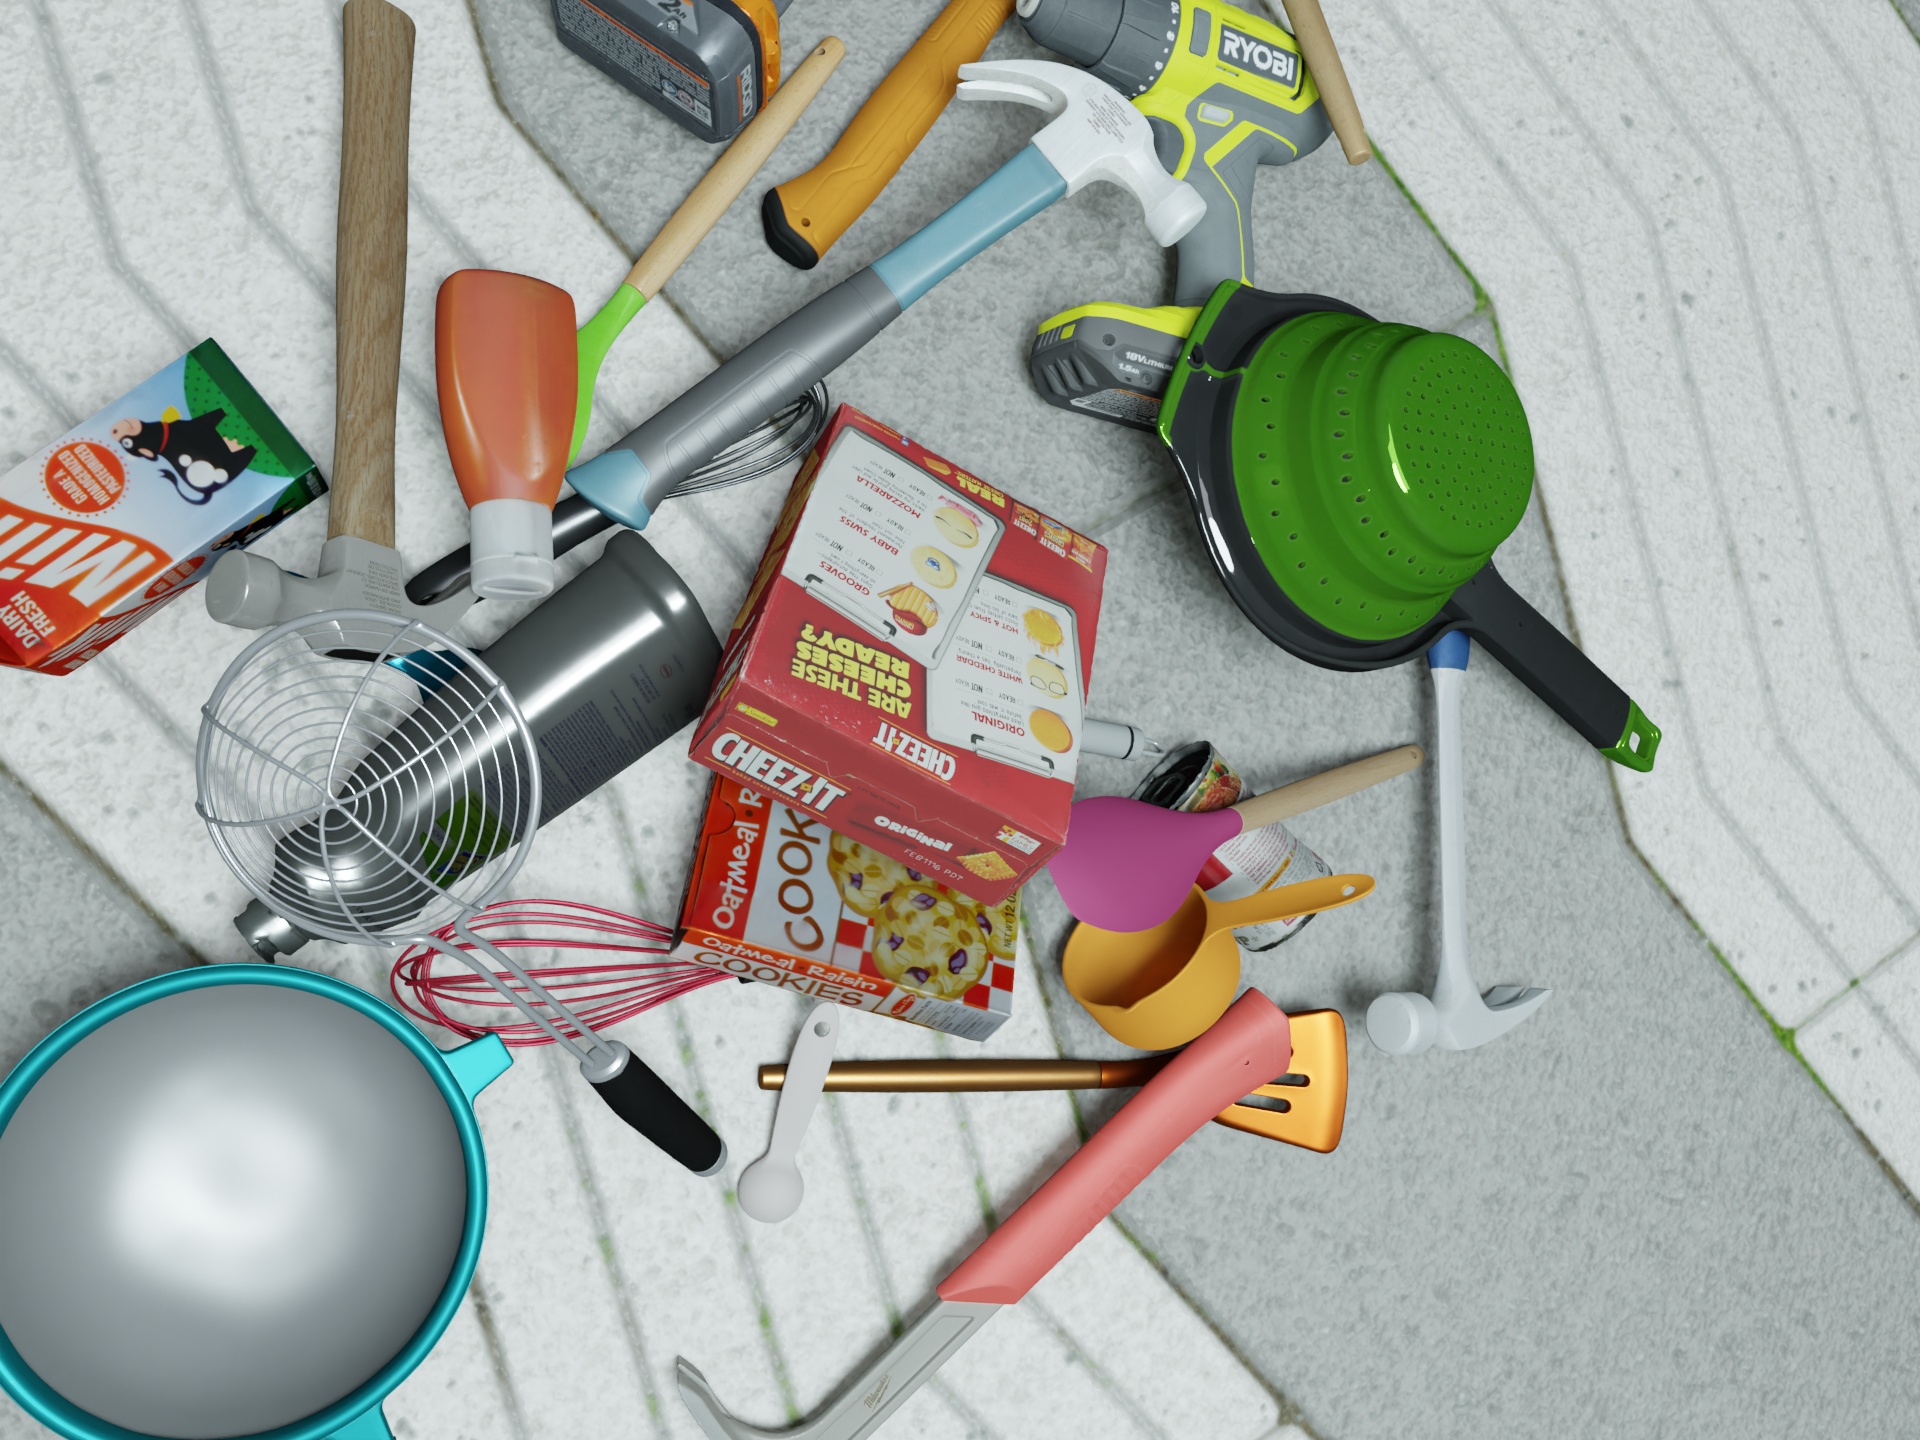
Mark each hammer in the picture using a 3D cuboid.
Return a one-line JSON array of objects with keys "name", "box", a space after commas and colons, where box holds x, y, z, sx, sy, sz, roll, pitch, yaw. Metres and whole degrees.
[{"name": "hammer", "box": [-0.046, -0.200, 0.772, 0.331, 0.033, 0.128, -38, 87, -5]}, {"name": "hammer", "box": [0.284, -0.017, 0.917, 0.144, 0.035, 0.405, 6, 81, -41]}, {"name": "hammer", "box": [-0.271, -0.186, 0.735, 0.130, 0.031, 0.331, 19, 63, -54]}, {"name": "hammer", "box": [0.011, -0.373, 0.864, 0.127, 0.034, 0.337, 38, 79, -11]}, {"name": "hammer", "box": [0.029, 0.266, 0.826, 0.359, 0.037, 0.149, -43, 100, -5]}]

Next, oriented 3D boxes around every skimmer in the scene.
[{"name": "skimmer", "box": [-0.185, 0.098, 0.691, 0.127, 0.362, 0.090, -22, 51, 3]}]

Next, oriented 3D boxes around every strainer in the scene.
[{"name": "strainer", "box": [-0.381, 0.194, 0.699, 0.340, 0.095, 0.211, 17, 82, -14]}, {"name": "strainer", "box": [-0.001, -0.003, 0.840, 0.258, 0.087, 0.050, 11, 118, -23]}]

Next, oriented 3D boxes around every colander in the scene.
[{"name": "colander", "box": [0.282, -0.088, 0.841, 0.396, 0.094, 0.205, 35, 67, -24]}]

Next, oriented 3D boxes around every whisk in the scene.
[{"name": "whisk", "box": [-0.172, -0.114, 0.796, 0.239, 0.055, 0.055, -31, 97, -11]}, {"name": "whisk", "box": [-0.128, 0.121, 0.795, 0.295, 0.073, 0.073, 0, 88, -23]}]

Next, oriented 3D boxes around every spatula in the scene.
[{"name": "spatula", "box": [0.054, 0.192, 0.855, 0.322, 0.041, 0.081, 3, 89, -15]}]

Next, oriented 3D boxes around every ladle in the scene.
[{"name": "ladle", "box": [0.175, -0.446, 0.861, 0.062, 0.078, 0.320, -23, 75, 25]}]

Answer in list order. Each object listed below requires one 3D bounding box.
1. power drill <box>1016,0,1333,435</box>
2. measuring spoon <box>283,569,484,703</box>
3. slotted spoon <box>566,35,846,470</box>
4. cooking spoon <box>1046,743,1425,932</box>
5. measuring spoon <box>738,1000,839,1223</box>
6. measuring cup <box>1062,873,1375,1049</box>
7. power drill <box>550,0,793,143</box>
[{"name": "power drill", "box": [0.107, -0.280, 0.854, 0.190, 0.080, 0.228, 9, 86, -27]}, {"name": "measuring spoon", "box": [-0.280, -0.037, 0.772, 0.128, 0.021, 0.042, 31, 80, -15]}, {"name": "slotted spoon", "box": [-0.153, -0.238, 0.811, 0.070, 0.031, 0.314, 30, 75, 18]}, {"name": "cooking spoon", "box": [0.157, 0.047, 0.830, 0.319, 0.017, 0.069, -13, 73, -44]}, {"name": "measuring spoon", "box": [-0.084, 0.202, 0.811, 0.034, 0.018, 0.124, 15, 99, -12]}, {"name": "measuring cup", "box": [0.139, 0.118, 0.821, 0.052, 0.173, 0.095, 53, 32, -31]}, {"name": "power drill", "box": [-0.108, -0.420, 0.802, 0.164, 0.084, 0.226, 35, 75, 4]}]
